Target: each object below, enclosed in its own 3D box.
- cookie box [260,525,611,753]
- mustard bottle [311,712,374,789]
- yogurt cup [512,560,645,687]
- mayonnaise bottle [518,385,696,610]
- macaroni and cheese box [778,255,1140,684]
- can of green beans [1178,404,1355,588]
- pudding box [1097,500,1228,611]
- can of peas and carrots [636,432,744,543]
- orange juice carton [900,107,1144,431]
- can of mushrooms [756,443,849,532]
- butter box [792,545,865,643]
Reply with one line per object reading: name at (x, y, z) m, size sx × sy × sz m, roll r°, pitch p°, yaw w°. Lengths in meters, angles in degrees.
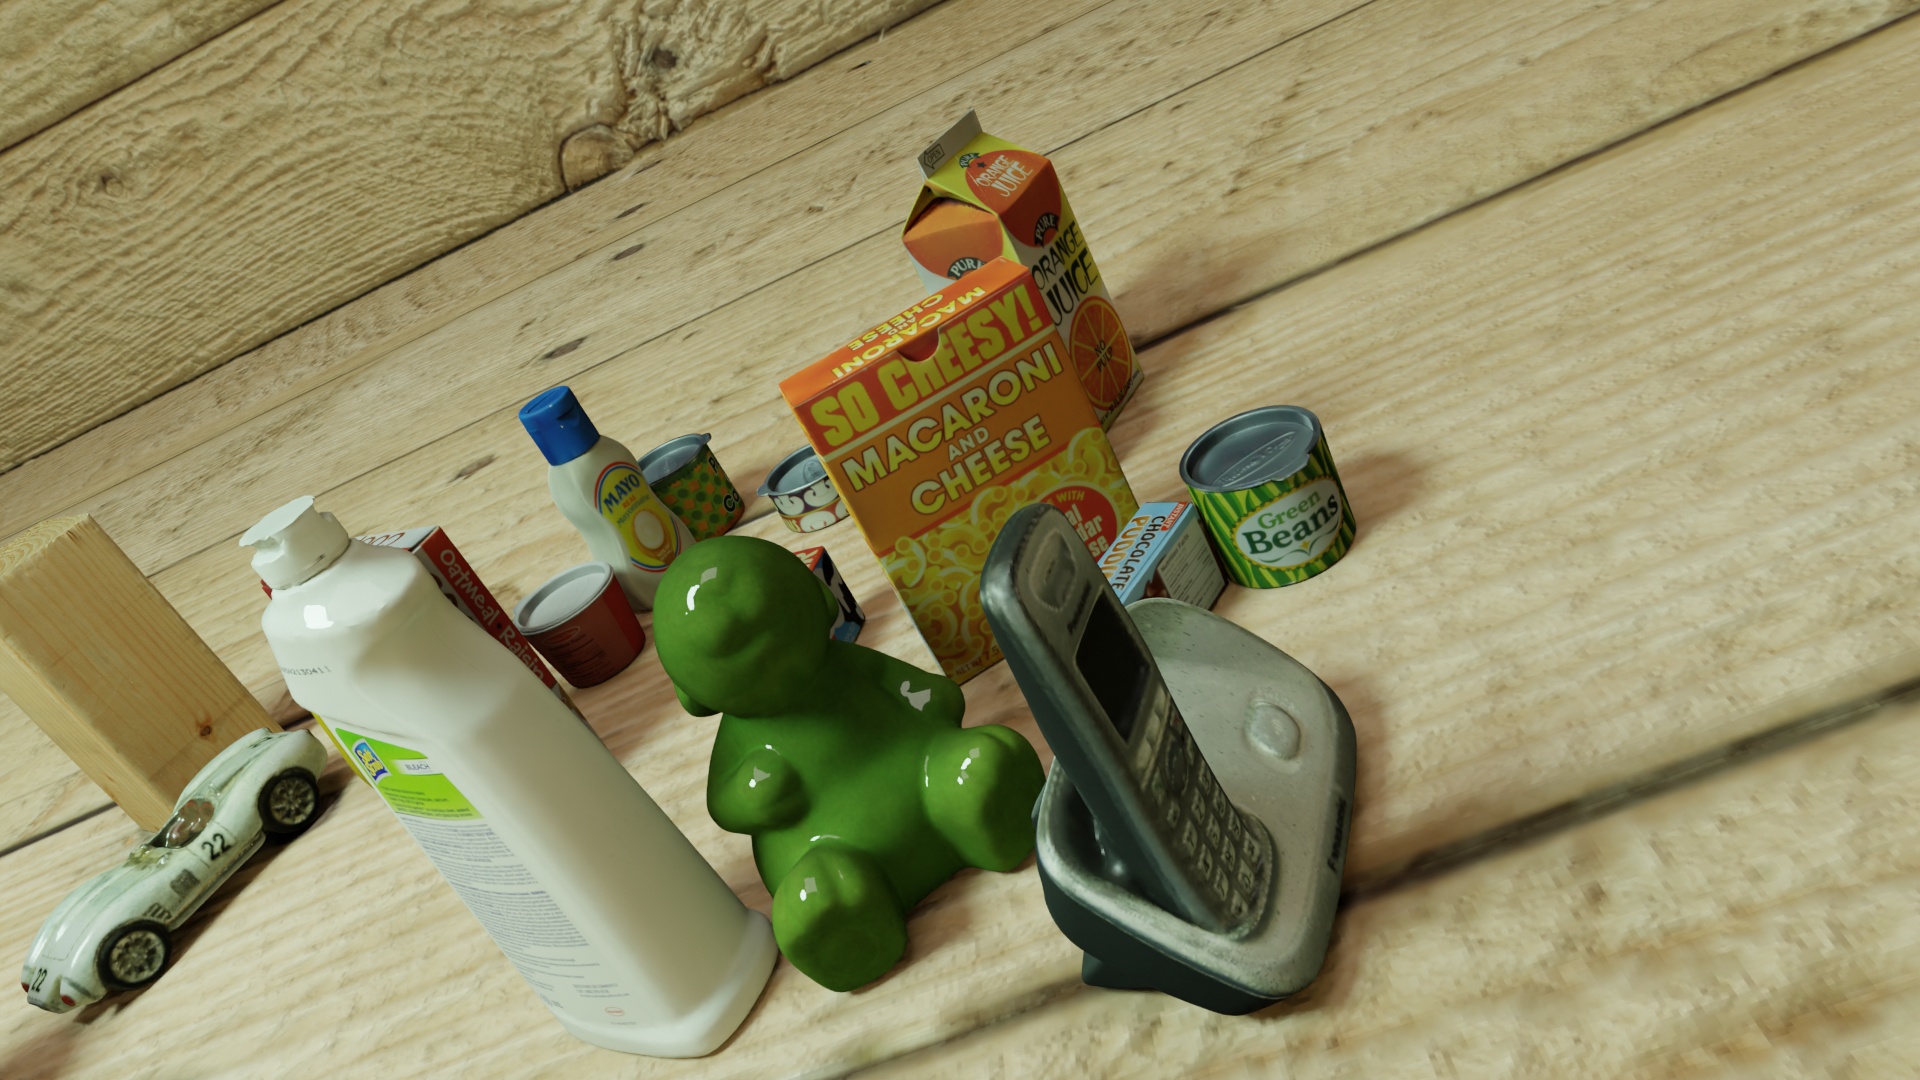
cookie box at (-0.277, 0.072, 0.739) m, size 0.123 × 0.167 × 0.040 m, roll -6°, pitch 34°, yaw 36°
mustard bottle at (-0.347, 0.079, 0.798) m, size 0.049 × 0.159 × 0.066 m, roll -3°, pitch 36°, yaw 40°
yogurt cup at (-0.231, 0.053, 0.854) m, size 0.072 × 0.053 × 0.073 m, roll -22°, pitch 28°, yaw 12°
mayonnaise bottle at (-0.226, -0.028, 0.886) m, size 0.041 × 0.147 × 0.065 m, roll -2°, pitch 37°, yaw 41°
macaroni and cheese box at (0.009, -0.030, 0.656) m, size 0.124 × 0.166 × 0.040 m, roll -31°, pitch 27°, yaw -6°
can of green beans at (0.141, -0.020, 0.636) m, size 0.071 × 0.057 × 0.071 m, roll -22°, pitch 28°, yaw 12°
pudding box at (0.083, 0.025, 0.620) m, size 0.030 × 0.049 × 0.084 m, roll 0°, pitch 38°, yaw 43°
can of peas and carrots at (-0.189, -0.033, 0.959) m, size 0.071 × 0.058 × 0.071 m, roll -22°, pitch 28°, yaw 12°
orange juice carton at (0.032, -0.153, 0.819) m, size 0.073 × 0.192 × 0.072 m, roll -4°, pitch 35°, yaw 38°
can of mushrooms at (-0.094, -0.036, 0.904) m, size 0.071 × 0.033 × 0.071 m, roll -22°, pitch 28°, yaw 12°
butter box at (-0.085, 0.054, 0.720) m, size 0.024 × 0.053 × 0.104 m, roll -13°, pitch 31°, yaw 27°
